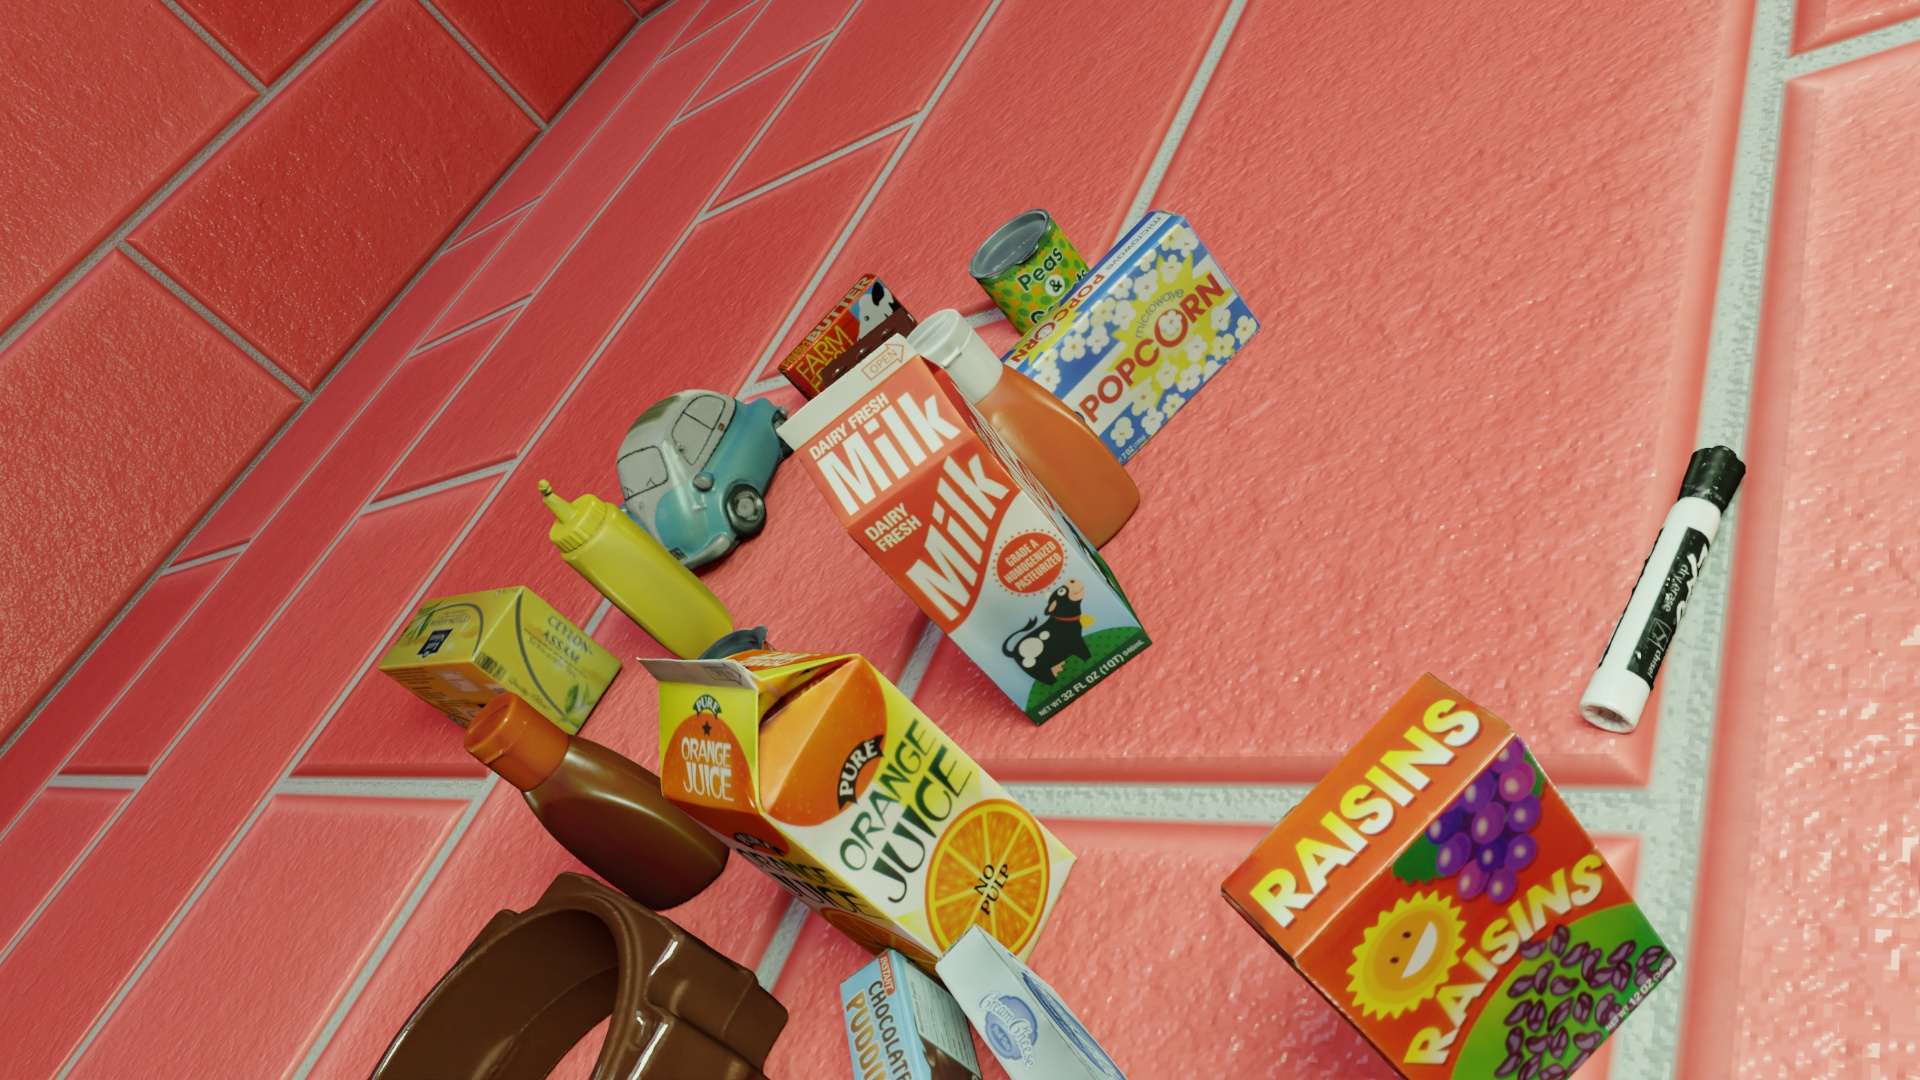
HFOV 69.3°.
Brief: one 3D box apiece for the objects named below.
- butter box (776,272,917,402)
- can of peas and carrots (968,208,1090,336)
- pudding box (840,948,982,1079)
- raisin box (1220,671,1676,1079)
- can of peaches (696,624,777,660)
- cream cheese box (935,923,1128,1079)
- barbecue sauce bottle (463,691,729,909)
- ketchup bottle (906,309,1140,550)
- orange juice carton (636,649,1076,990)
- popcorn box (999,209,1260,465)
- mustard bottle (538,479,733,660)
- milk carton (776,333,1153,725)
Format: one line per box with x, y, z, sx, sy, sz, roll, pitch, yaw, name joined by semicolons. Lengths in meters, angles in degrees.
-0.086;-0.150;1.061;0.103;0.053;0.024;-47;30;-8;butter box
0.050;-0.179;0.934;0.071;0.058;0.071;-30;33;22;can of peas and carrots
-0.016;0.205;0.535;0.030;0.049;0.084;-38;30;9;pudding box
0.142;0.109;0.398;0.086;0.123;0.040;-45;30;-2;raisin box
-0.117;0.091;0.788;0.071;0.058;0.071;-30;33;22;can of peaches
0.034;0.185;0.498;0.024;0.053;0.104;-46;30;-5;cream cheese box
-0.192;0.136;0.729;0.064;0.148;0.044;-32;32;19;barbecue sauce bottle
0.029;-0.054;0.711;0.065;0.148;0.044;-42;30;1;ketchup bottle
-0.045;0.104;0.555;0.071;0.192;0.073;-3;49;48;orange juice carton
0.094;-0.108;0.767;0.127;0.085;0.038;-45;30;-4;popcorn box
-0.217;0.016;0.899;0.049;0.160;0.065;-46;30;-5;mustard bottle
0.002;-0.008;0.643;0.072;0.190;0.074;-38;30;9;milk carton
